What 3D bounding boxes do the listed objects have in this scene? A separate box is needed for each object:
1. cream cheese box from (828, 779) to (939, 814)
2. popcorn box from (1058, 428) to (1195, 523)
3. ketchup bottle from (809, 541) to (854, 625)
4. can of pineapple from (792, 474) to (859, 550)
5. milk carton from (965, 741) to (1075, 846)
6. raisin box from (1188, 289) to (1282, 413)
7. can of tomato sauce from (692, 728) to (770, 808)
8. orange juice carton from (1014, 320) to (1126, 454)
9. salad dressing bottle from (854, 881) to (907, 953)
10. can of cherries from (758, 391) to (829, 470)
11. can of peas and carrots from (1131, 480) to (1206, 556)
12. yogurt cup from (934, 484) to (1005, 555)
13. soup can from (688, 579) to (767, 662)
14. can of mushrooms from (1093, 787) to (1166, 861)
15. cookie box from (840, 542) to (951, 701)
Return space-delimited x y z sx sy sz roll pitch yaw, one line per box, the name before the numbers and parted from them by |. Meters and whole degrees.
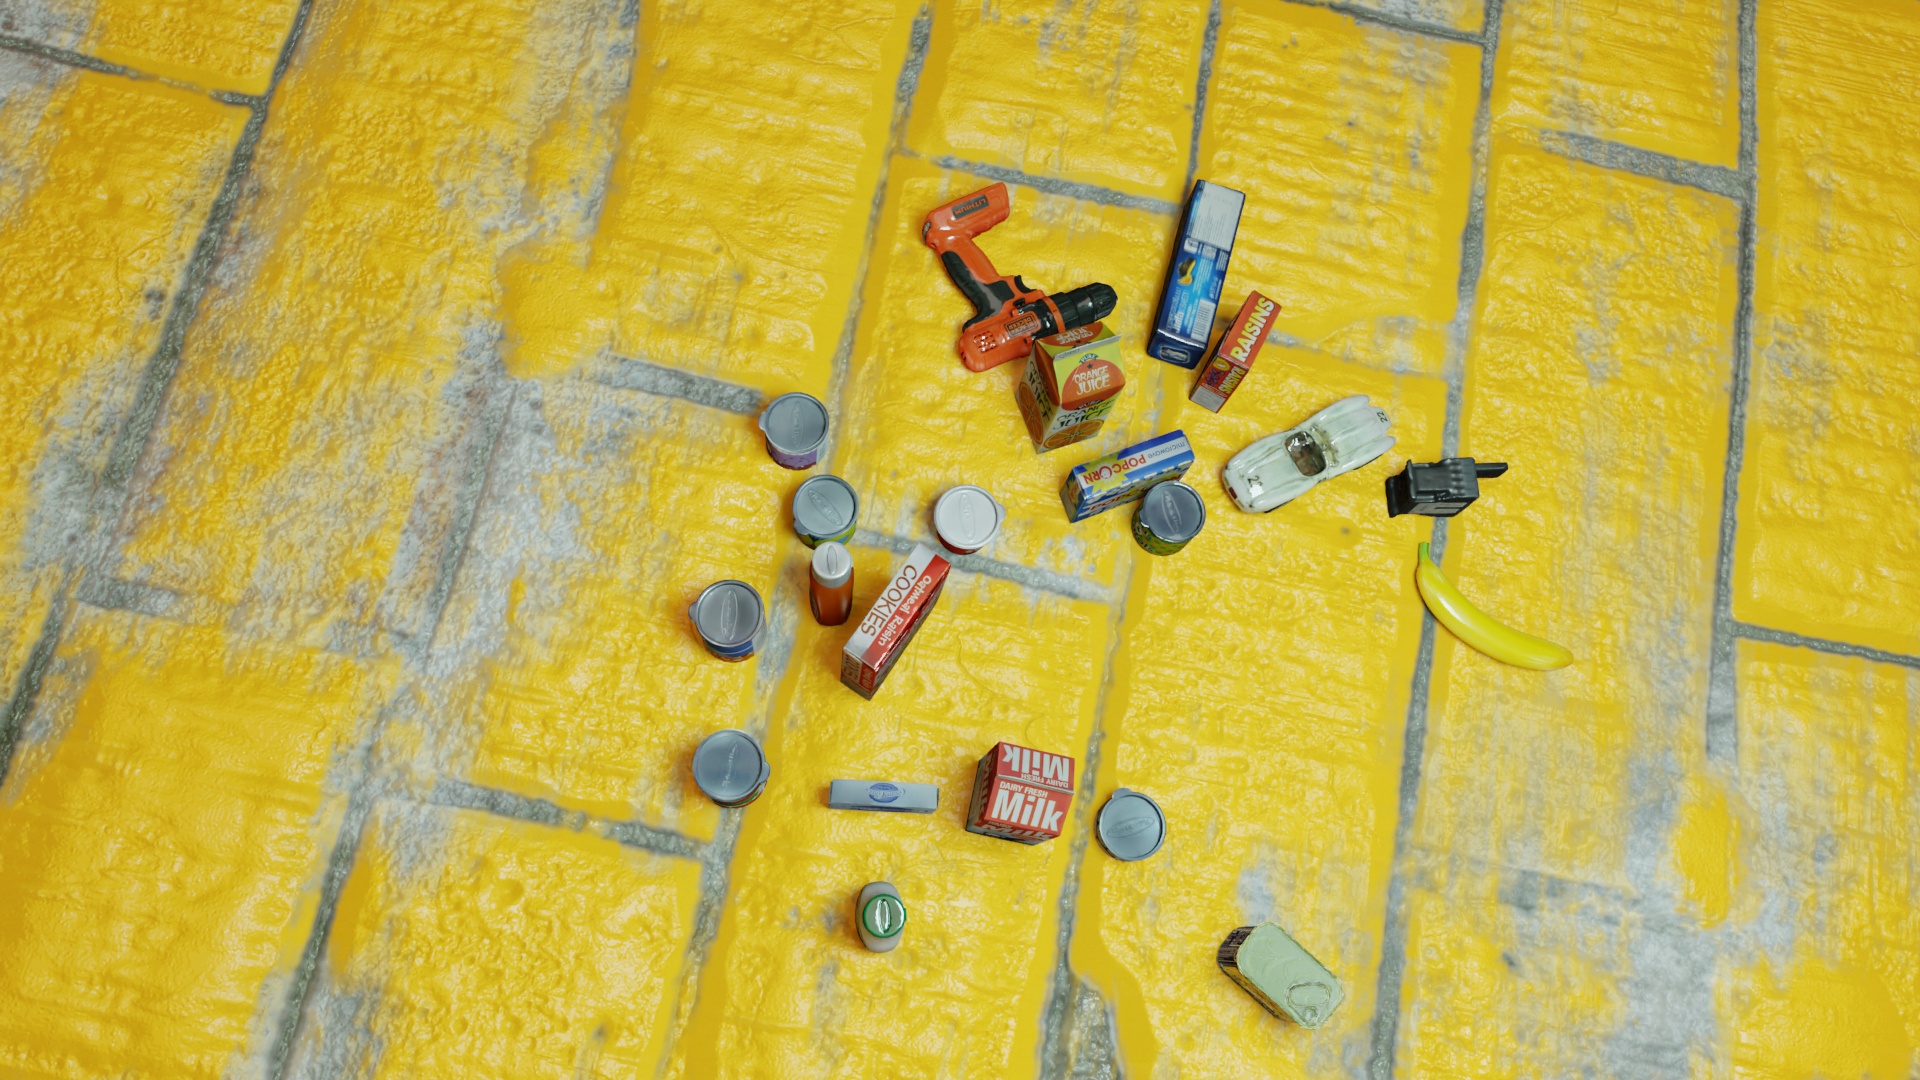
cream cheese box | -0.074 0.246 1.331 0.104 0.053 0.024 4 74 -5
popcorn box | 0.171 -0.066 1.434 0.127 0.085 0.038 -20 77 -11
ketchup bottle | -0.124 0.037 1.338 0.043 0.148 0.065 -4 74 -7
can of pineapple | -0.138 -0.026 1.403 0.071 0.057 0.071 2 74 -6
milk carton | 0.055 0.233 1.277 0.072 0.190 0.073 13 73 -2
raisin box | 0.289 -0.198 1.466 0.040 0.123 0.086 30 73 3
can of tomato sauce | -0.214 0.216 1.309 0.071 0.083 0.071 2 74 -6
orange juice carton | 0.112 -0.159 1.399 0.072 0.192 0.073 -18 77 -11
salad dressing bottle | -0.072 0.339 1.254 0.044 0.147 0.064 -2 74 -7
can of cherries | -0.170 -0.112 1.424 0.071 0.058 0.071 2 74 -6
can of peas and carrots | 0.212 -0.021 1.439 0.071 0.058 0.071 2 74 -6
yogurt cup | 0.005 -0.018 1.418 0.072 0.053 0.072 2 74 -6
soup can | -0.225 0.079 1.348 0.071 0.083 0.071 2 74 -6
can of mushrooms | 0.165 0.278 1.358 0.071 0.033 0.071 2 73 -6
cookie box | -0.063 0.081 1.322 0.040 0.167 0.123 34 73 4
